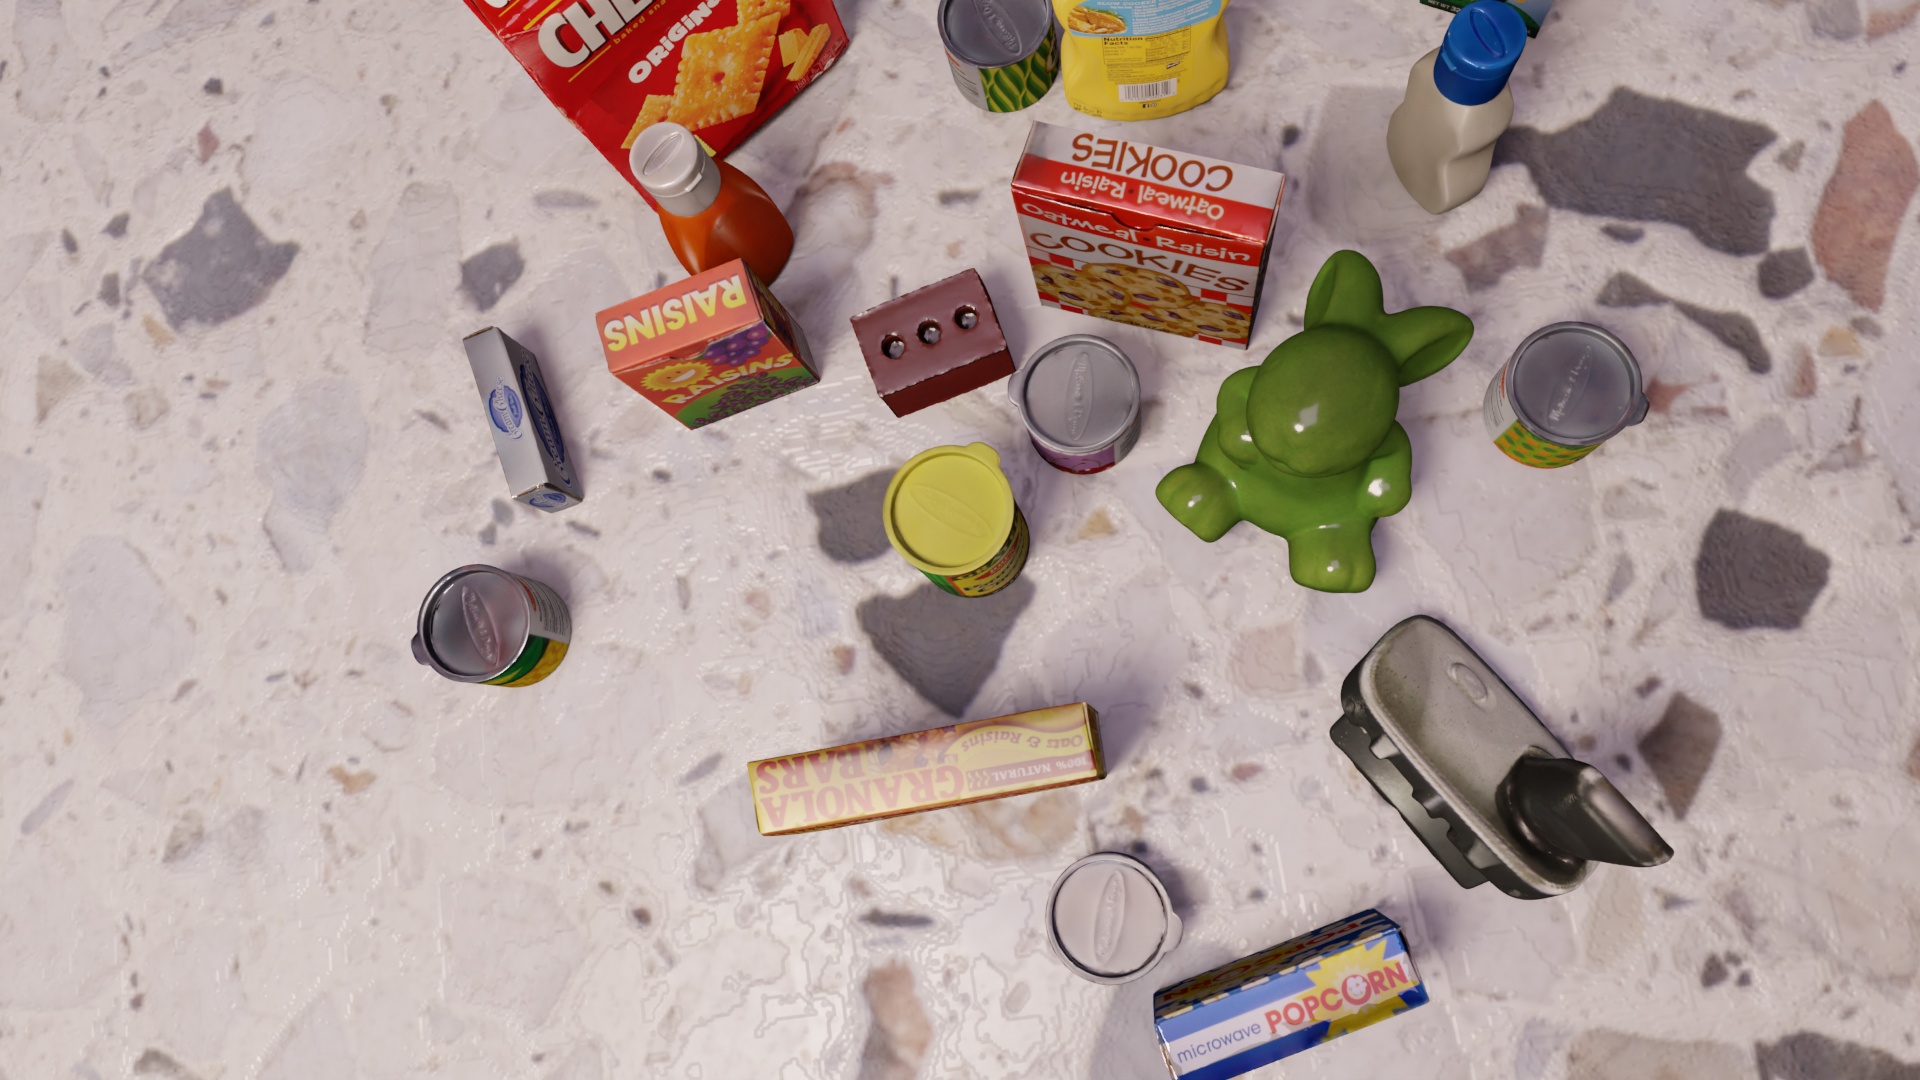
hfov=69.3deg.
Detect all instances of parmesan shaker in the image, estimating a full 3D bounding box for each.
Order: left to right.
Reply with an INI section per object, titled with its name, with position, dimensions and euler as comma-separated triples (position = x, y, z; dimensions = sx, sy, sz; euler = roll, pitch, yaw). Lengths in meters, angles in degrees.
[parmesan shaker]
position = 0.003, -0.009, 0.742
dimensions = 0.071, 0.103, 0.071
euler = -1, 80, 8

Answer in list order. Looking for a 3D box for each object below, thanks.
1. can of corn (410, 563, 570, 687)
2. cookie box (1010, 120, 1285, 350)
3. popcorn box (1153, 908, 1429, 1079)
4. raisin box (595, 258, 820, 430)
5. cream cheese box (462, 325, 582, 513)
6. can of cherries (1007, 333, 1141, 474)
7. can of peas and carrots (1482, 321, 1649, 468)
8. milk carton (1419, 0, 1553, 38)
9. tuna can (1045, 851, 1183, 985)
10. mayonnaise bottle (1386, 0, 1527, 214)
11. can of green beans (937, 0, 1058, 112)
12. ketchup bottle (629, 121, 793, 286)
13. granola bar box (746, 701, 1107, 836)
[can of corn]
position = -0.266, 0.051, 0.792
dimensions = 0.071, 0.058, 0.071
euler = -1, 80, 8
[cookie box]
position = 0.097, -0.152, 0.721
dimensions = 0.123, 0.167, 0.040
euler = 15, 83, 10
[popcorn box]
position = 0.159, 0.226, 0.687
dimensions = 0.127, 0.085, 0.038
euler = -22, 78, 4
[raisin box]
position = -0.136, -0.105, 0.768
dimensions = 0.086, 0.123, 0.040
euler = -19, 78, 5
[cream cheese box]
position = -0.256, -0.070, 0.814
dimensions = 0.024, 0.053, 0.104
euler = -22, 78, 4
[can of cherries]
position = 0.064, -0.075, 0.768
dimensions = 0.071, 0.058, 0.071
euler = -1, 80, 8
[can of peas and carrots]
position = 0.318, -0.074, 0.732
dimensions = 0.071, 0.058, 0.071
euler = -1, 80, 8
[milk carton]
position = 0.299, -0.348, 0.716
dimensions = 0.072, 0.190, 0.073
euler = 23, 85, 11
[tuna can]
position = 0.081, 0.198, 0.730
dimensions = 0.071, 0.033, 0.071
euler = -1, 80, 8
[mayonnaise bottle]
position = 0.258, -0.225, 0.722
dimensions = 0.041, 0.148, 0.065
euler = -26, 78, 3
[can of green beans]
position = 0.023, -0.293, 0.813
dimensions = 0.071, 0.057, 0.071
euler = -1, 80, 8
[ketchup bottle]
position = -0.138, -0.182, 0.769
dimensions = 0.043, 0.148, 0.065
euler = 41, 88, 12
[granola bar box]
position = -0.010, 0.118, 0.710
dimensions = 0.165, 0.124, 0.039
euler = -11, 79, 6
